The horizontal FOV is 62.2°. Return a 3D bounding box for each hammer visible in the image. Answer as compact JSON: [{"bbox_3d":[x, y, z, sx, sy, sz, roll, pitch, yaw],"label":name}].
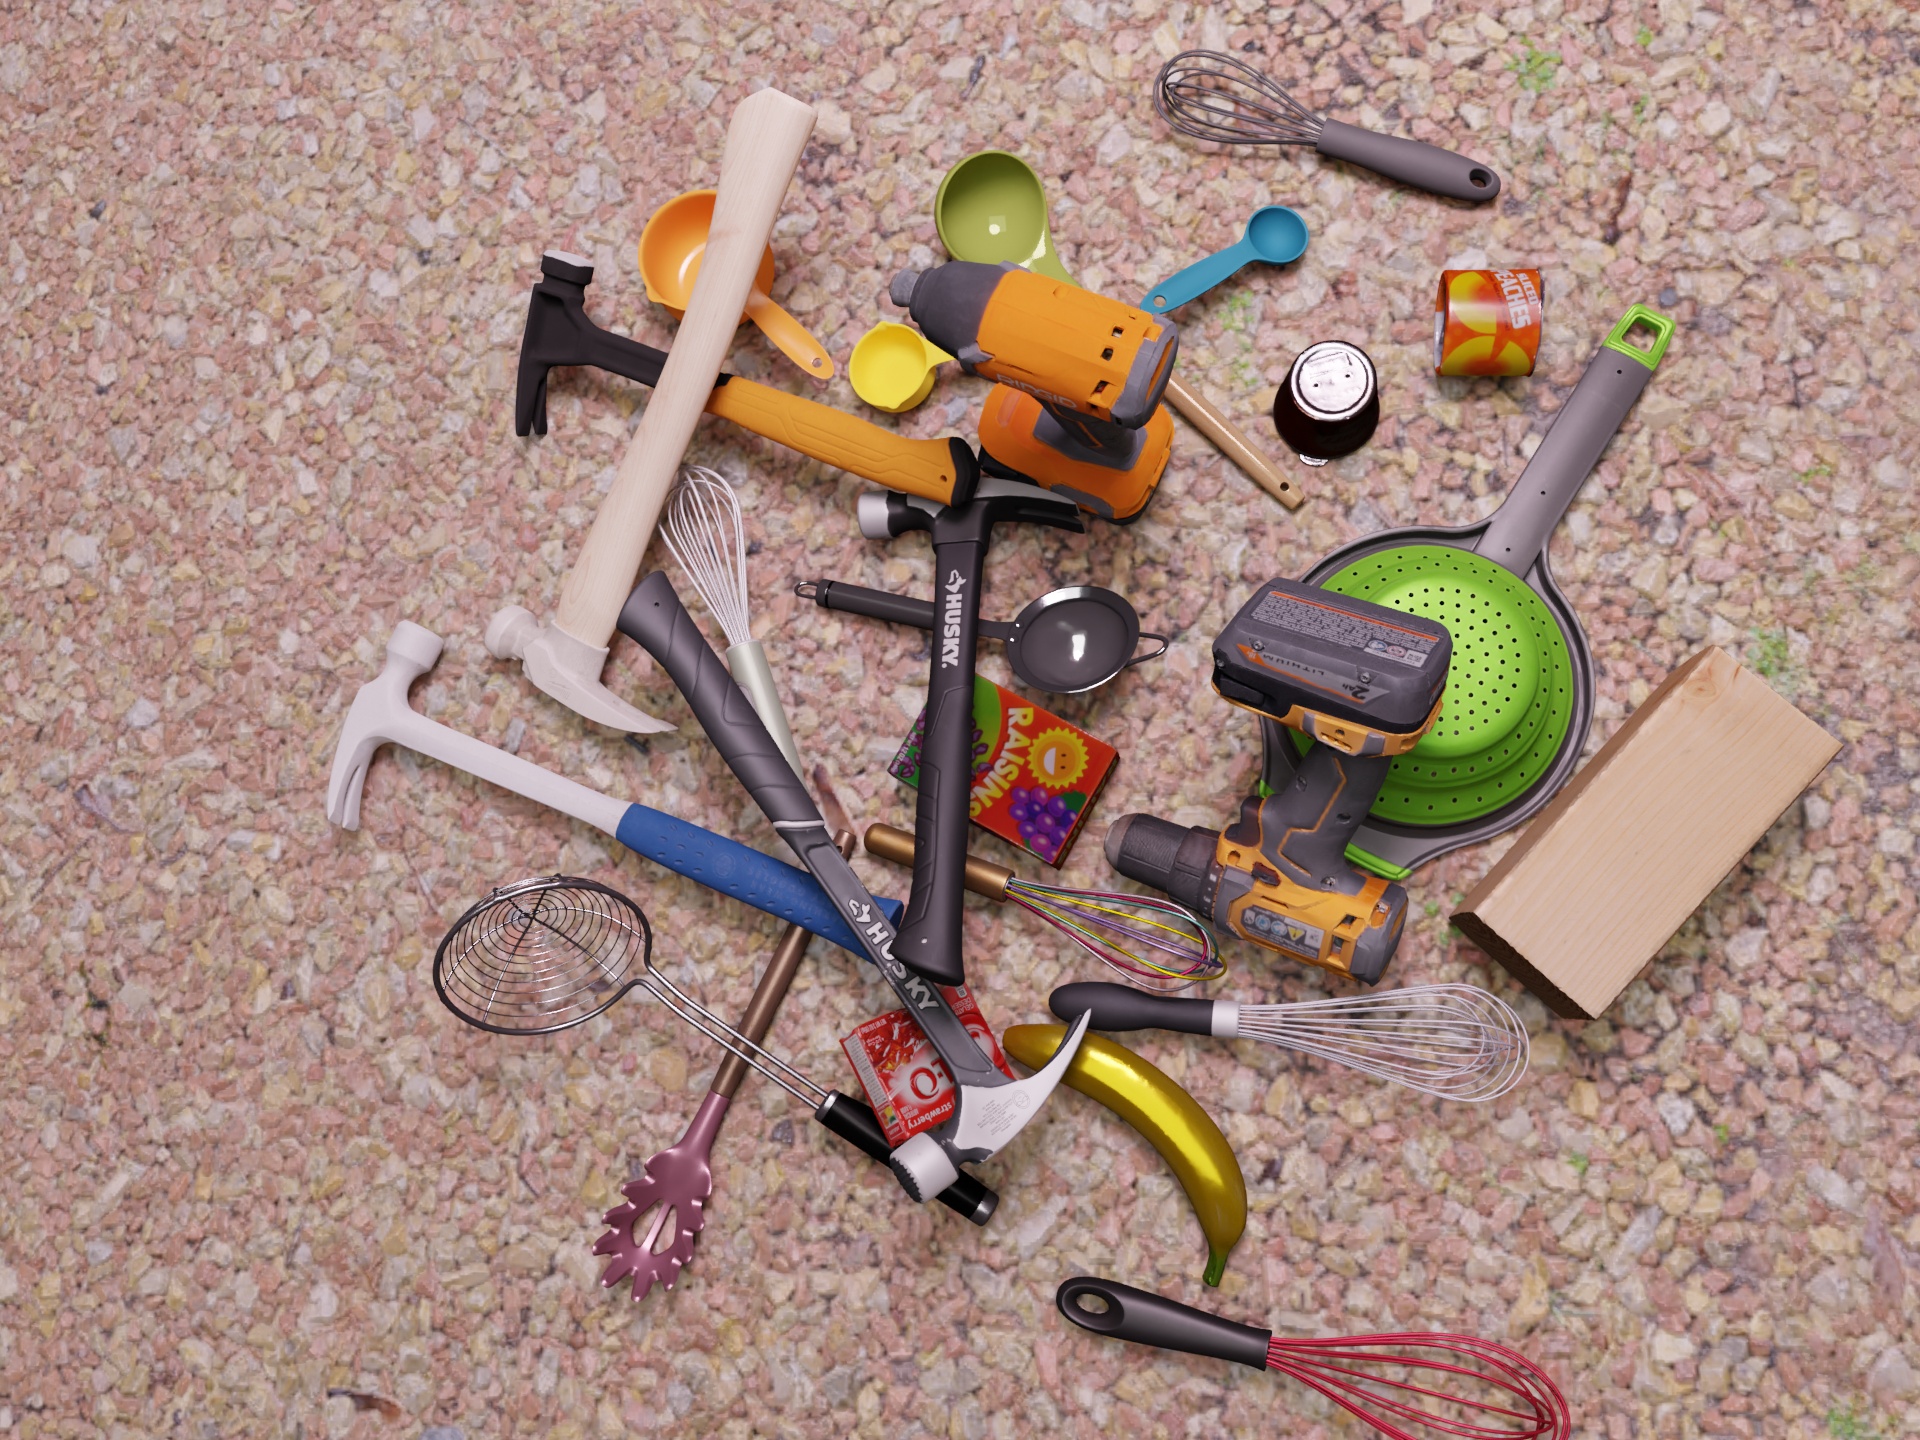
[{"bbox_3d":[-0.081,0.076,0.960,0.149,0.036,0.409,-31,79,-24],"label":"hammer"},{"bbox_3d":[-0.229,0.067,1.034,0.405,0.035,0.144,21,78,14],"label":"hammer"},{"bbox_3d":[-0.176,-0.192,1.013,0.146,0.038,0.410,30,106,17],"label":"hammer"},{"bbox_3d":[-0.144,-0.200,1.044,0.337,0.034,0.127,22,109,16],"label":"hammer"},{"bbox_3d":[-0.002,-0.003,0.965,0.146,0.035,0.335,-3,64,14],"label":"hammer"}]

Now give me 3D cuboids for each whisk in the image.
[{"bbox_3d":[-0.147,-0.056,1.053,0.059,0.058,0.246,-16,82,-25],"label":"whisk"},{"bbox_3d":[0.199,0.371,0.926,0.296,0.073,0.073,9,82,17],"label":"whisk"},{"bbox_3d":[0.192,0.184,0.957,0.284,0.070,0.070,3,81,14],"label":"whisk"},{"bbox_3d":[0.241,-0.389,1.050,0.239,0.055,0.055,21,85,7],"label":"whisk"},{"bbox_3d":[0.049,0.111,0.986,0.245,0.051,0.047,19,52,19],"label":"whisk"}]

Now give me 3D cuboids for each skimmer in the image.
[{"bbox_3d":[-0.140,0.214,0.955,0.363,0.090,0.127,33,113,1],"label":"skimmer"}]

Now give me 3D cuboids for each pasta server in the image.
[{"bbox_3d":[-0.141,0.213,1.011,0.060,0.040,0.316,26,84,2],"label":"pasta server"}]

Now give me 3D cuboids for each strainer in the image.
[{"bbox_3d":[0.010,-0.062,1.033,0.258,0.050,0.087,13,59,17],"label":"strainer"}]

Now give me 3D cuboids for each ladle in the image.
[{"bbox_3d":[0.106,-0.253,1.041,0.078,0.062,0.320,-45,80,2],"label":"ladle"}]

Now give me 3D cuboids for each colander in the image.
[{"bbox_3d":[0.326,-0.096,0.960,0.204,0.094,0.397,32,87,12],"label":"colander"}]

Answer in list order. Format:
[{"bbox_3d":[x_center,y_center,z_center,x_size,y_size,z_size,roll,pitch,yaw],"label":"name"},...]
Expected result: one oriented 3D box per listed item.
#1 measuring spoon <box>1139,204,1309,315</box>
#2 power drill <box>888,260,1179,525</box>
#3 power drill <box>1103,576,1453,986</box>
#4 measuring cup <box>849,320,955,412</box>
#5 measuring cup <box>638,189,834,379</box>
[{"bbox_3d":[0.171,-0.295,1.045,0.128,0.021,0.042,-31,80,-9],"label":"measuring spoon"},{"bbox_3d":[0.048,-0.201,0.952,0.164,0.226,0.084,23,85,12],"label":"power drill"},{"bbox_3d":[0.177,0.035,0.919,0.185,0.084,0.226,19,128,23],"label":"power drill"},{"bbox_3d":[0.003,-0.245,1.059,0.156,0.029,0.062,-11,80,15],"label":"measuring cup"},{"bbox_3d":[-0.143,-0.284,1.087,0.095,0.052,0.174,-45,79,0],"label":"measuring cup"}]
